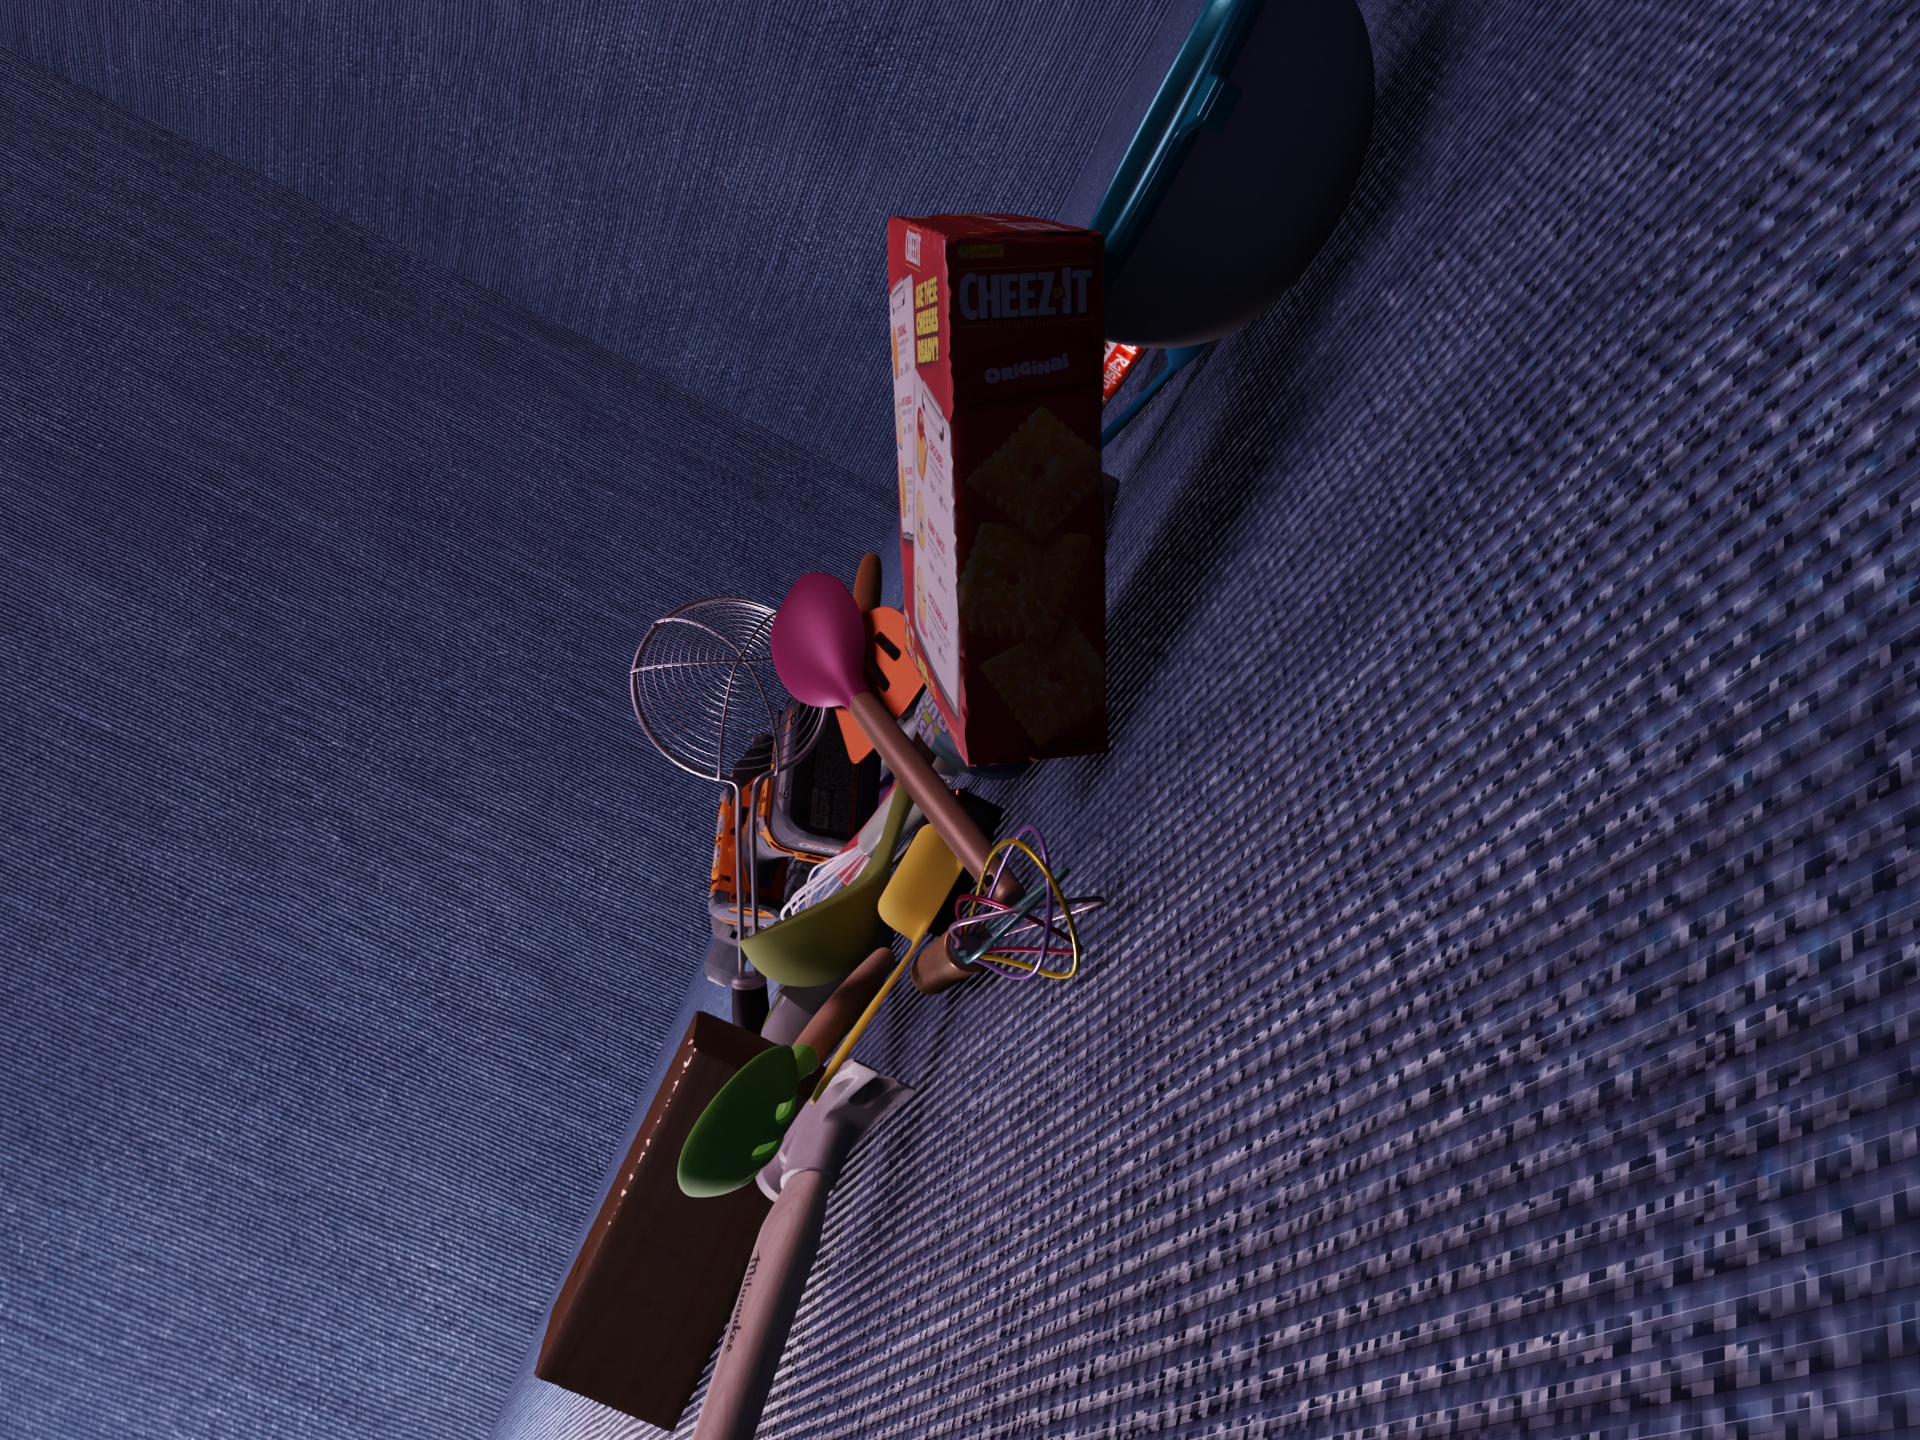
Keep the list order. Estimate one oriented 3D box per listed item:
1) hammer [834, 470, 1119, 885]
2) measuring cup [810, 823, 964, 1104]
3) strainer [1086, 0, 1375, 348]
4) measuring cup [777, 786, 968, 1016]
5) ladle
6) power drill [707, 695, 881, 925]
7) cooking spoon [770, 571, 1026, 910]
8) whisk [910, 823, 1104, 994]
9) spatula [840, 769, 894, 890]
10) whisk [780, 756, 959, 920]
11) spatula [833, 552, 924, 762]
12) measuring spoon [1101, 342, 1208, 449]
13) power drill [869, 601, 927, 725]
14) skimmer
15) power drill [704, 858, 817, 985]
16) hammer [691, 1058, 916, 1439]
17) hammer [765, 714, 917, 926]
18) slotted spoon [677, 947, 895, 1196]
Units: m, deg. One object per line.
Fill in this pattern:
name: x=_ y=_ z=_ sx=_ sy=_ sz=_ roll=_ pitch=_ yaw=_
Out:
hammer: x=-0.002 y=-0.003 z=1.021 sx=0.359 sy=0.036 sz=0.149 roll=-56 pitch=11 yaw=46
measuring cup: x=-0.039 y=0.108 z=0.734 sx=0.157 sy=0.029 sz=0.062 roll=-56 pitch=-3 yaw=-39
strainer: x=0.107 y=-0.223 z=0.784 sx=0.211 sy=0.095 sz=0.340 roll=-68 pitch=7 yaw=-33
measuring cup: x=-0.042 y=0.112 z=0.960 sx=0.167 sy=0.038 sz=0.083 roll=-47 pitch=3 yaw=1
ladle: x=-0.024 y=-0.003 z=0.858 sx=0.320 sy=0.062 sz=0.078 roll=-65 pitch=12 yaw=-18
power drill: x=-0.138 y=0.060 z=1.269 sx=0.226 sy=0.084 sz=0.164 roll=141 pitch=137 yaw=-57
cooking spoon: x=-0.041 y=0.003 z=0.803 sx=0.068 sy=0.017 sz=0.319 roll=-59 pitch=36 yaw=13
whisk: x=0.008 y=0.092 z=0.640 sx=0.051 sy=0.047 sz=0.245 roll=-54 pitch=0 yaw=-19
spatula: x=-0.077 y=0.110 z=1.230 sx=0.059 sy=0.018 sz=0.316 roll=-58 pitch=9 yaw=22
whisk: x=-0.058 y=0.083 z=1.025 sx=0.246 sy=0.057 sz=0.059 roll=128 pitch=143 yaw=-48
spatula: x=-0.050 y=-0.062 z=0.965 sx=0.081 sy=0.041 sz=0.323 roll=-53 pitch=11 yaw=12
measuring spoon: x=0.098 y=-0.188 z=0.894 sx=0.128 sy=0.021 sz=0.042 roll=-45 pitch=15 yaw=24
power drill: x=-0.006 y=-0.105 z=1.119 sx=0.223 sy=0.080 sz=0.171 roll=-56 pitch=5 yaw=6
skimmer: x=-0.147 y=0.104 z=1.047 sx=0.090 sy=0.127 sz=0.363 roll=-143 pitch=50 yaw=-62
power drill: x=-0.221 y=0.195 z=1.715 sx=0.190 sy=0.080 sz=0.228 roll=-66 pitch=5 yaw=-12
hammer: x=-0.110 y=0.335 z=0.653 sx=0.146 sy=0.038 sz=0.411 roll=-53 pitch=14 yaw=50
hammer: x=-0.090 y=0.054 z=1.335 sx=0.408 sy=0.036 sz=0.149 roll=-46 pitch=12 yaw=55
slotted spoon: x=-0.069 y=0.155 z=0.775 sx=0.070 sy=0.031 sz=0.314 roll=-66 pitch=-6 yaw=10
